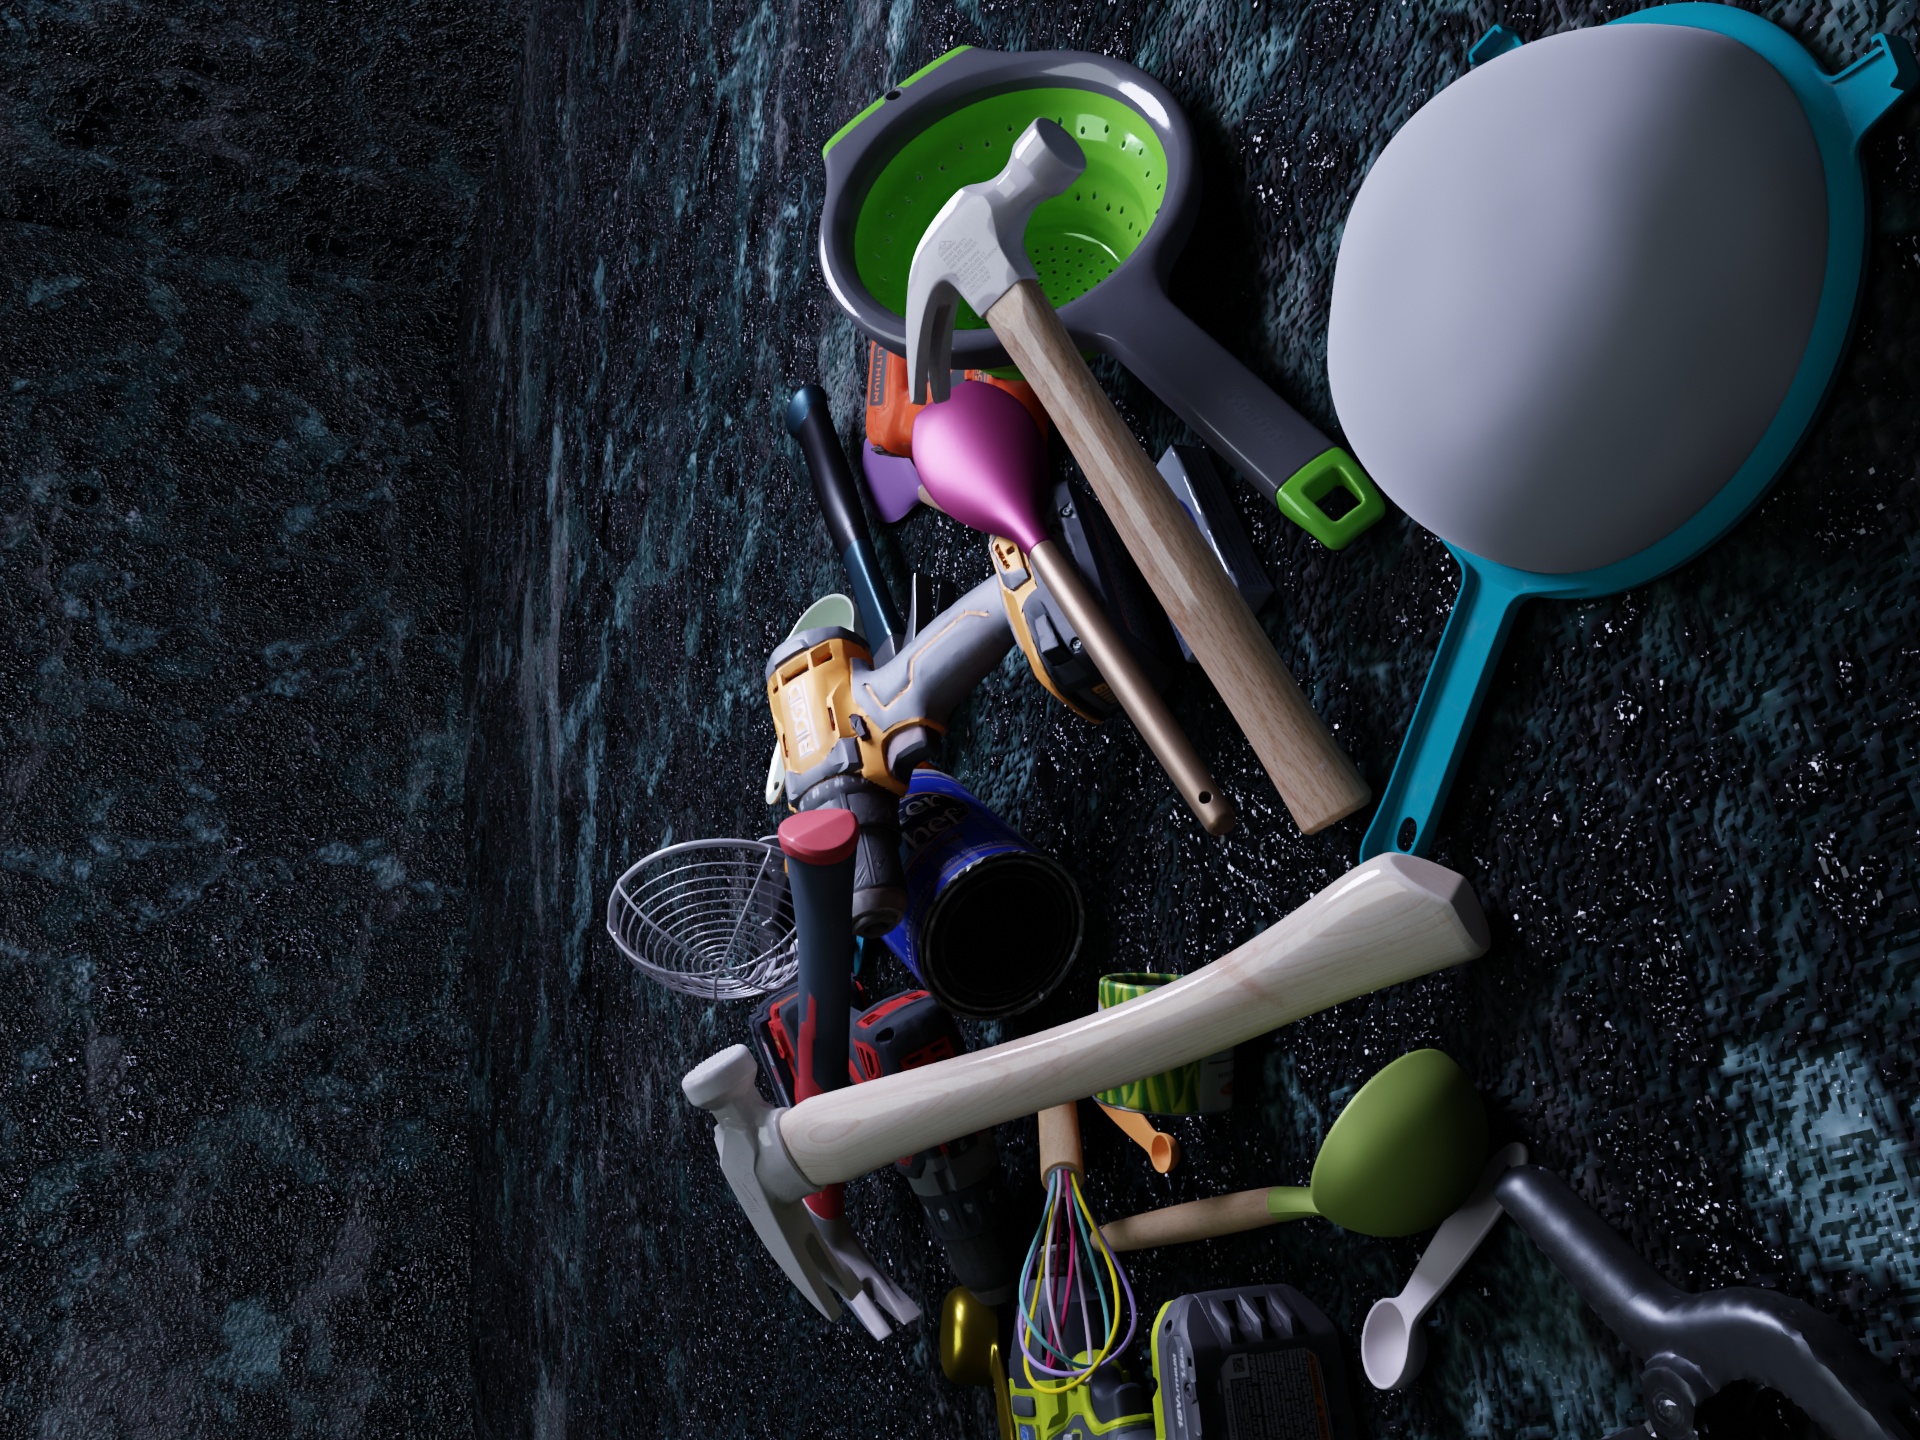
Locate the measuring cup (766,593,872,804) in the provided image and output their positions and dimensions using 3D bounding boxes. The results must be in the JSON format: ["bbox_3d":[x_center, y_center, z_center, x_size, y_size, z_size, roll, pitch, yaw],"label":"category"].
[{"bbox_3d":[-0.105,-0.011,1.172,0.083,0.038,0.168,-4,64,46],"label":"measuring cup"}]

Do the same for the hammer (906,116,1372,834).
[{"bbox_3d":[0.079,-0.096,0.713,0.130,0.031,0.331,-38,78,36],"label":"hammer"}]

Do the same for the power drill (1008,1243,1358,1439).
[{"bbox_3d":[0.089,0.332,0.745,0.223,0.080,0.171,139,129,-60],"label":"power drill"}]

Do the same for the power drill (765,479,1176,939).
[{"bbox_3d":[-0.001,-0.003,0.852,0.226,0.084,0.186,-30,54,22],"label":"power drill"}]

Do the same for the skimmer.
[{"bbox_3d":[-0.117,0.121,1.018,0.363,0.127,0.090,31,-135,-82],"label":"skimmer"}]

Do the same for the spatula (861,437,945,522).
[{"bbox_3d":[-0.013,-0.149,1.078,0.316,0.018,0.059,-147,59,-62],"label":"spatula"}]

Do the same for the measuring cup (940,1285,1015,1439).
[{"bbox_3d":[0.009,0.374,0.899,0.156,0.029,0.062,-122,38,-79],"label":"measuring cup"}]

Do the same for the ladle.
[{"bbox_3d":[0.124,0.208,0.712,0.062,0.078,0.320,62,152,11],"label":"ladle"}]

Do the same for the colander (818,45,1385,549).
[{"bbox_3d":[0.077,-0.199,0.815,0.397,0.204,0.094,52,177,32],"label":"colander"}]

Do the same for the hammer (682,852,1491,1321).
[{"bbox_3d":[0.047,0.164,0.718,0.410,0.038,0.146,-28,92,32],"label":"hammer"}]

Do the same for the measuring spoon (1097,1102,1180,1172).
[{"bbox_3d":[0.087,0.203,0.840,0.117,0.011,0.021,-141,58,-63],"label":"measuring spoon"}]

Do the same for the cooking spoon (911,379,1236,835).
[{"bbox_3d":[0.051,-0.067,0.778,0.069,0.017,0.319,-33,54,5],"label":"cooking spoon"}]

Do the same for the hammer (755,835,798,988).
[{"bbox_3d":[-0.116,0.102,1.159,0.336,0.034,0.127,121,146,-65],"label":"hammer"}]

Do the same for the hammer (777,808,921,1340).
[{"bbox_3d":[-0.066,0.197,0.871,0.143,0.038,0.386,45,147,33],"label":"hammer"}]

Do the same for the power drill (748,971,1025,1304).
[{"bbox_3d":[-0.040,0.250,0.989,0.227,0.080,0.188,-4,108,65],"label":"power drill"}]

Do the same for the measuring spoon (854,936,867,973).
[{"bbox_3d":[-0.059,0.138,1.144,0.042,0.021,0.128,-105,22,-48],"label":"measuring spoon"}]

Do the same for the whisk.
[{"bbox_3d":[0.048,0.240,0.782,0.245,0.051,0.047,-87,19,-72],"label":"whisk"}]

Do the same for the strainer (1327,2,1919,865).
[{"bbox_3d":[0.181,-0.093,0.584,0.211,0.095,0.340,45,125,57],"label":"strainer"}]

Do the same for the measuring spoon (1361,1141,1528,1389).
[{"bbox_3d":[0.193,0.213,0.619,0.034,0.018,0.124,-101,31,-63],"label":"measuring spoon"}]

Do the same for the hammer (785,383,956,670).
[{"bbox_3d":[-0.078,-0.128,1.141,0.128,0.033,0.331,-52,41,32],"label":"hammer"}]
